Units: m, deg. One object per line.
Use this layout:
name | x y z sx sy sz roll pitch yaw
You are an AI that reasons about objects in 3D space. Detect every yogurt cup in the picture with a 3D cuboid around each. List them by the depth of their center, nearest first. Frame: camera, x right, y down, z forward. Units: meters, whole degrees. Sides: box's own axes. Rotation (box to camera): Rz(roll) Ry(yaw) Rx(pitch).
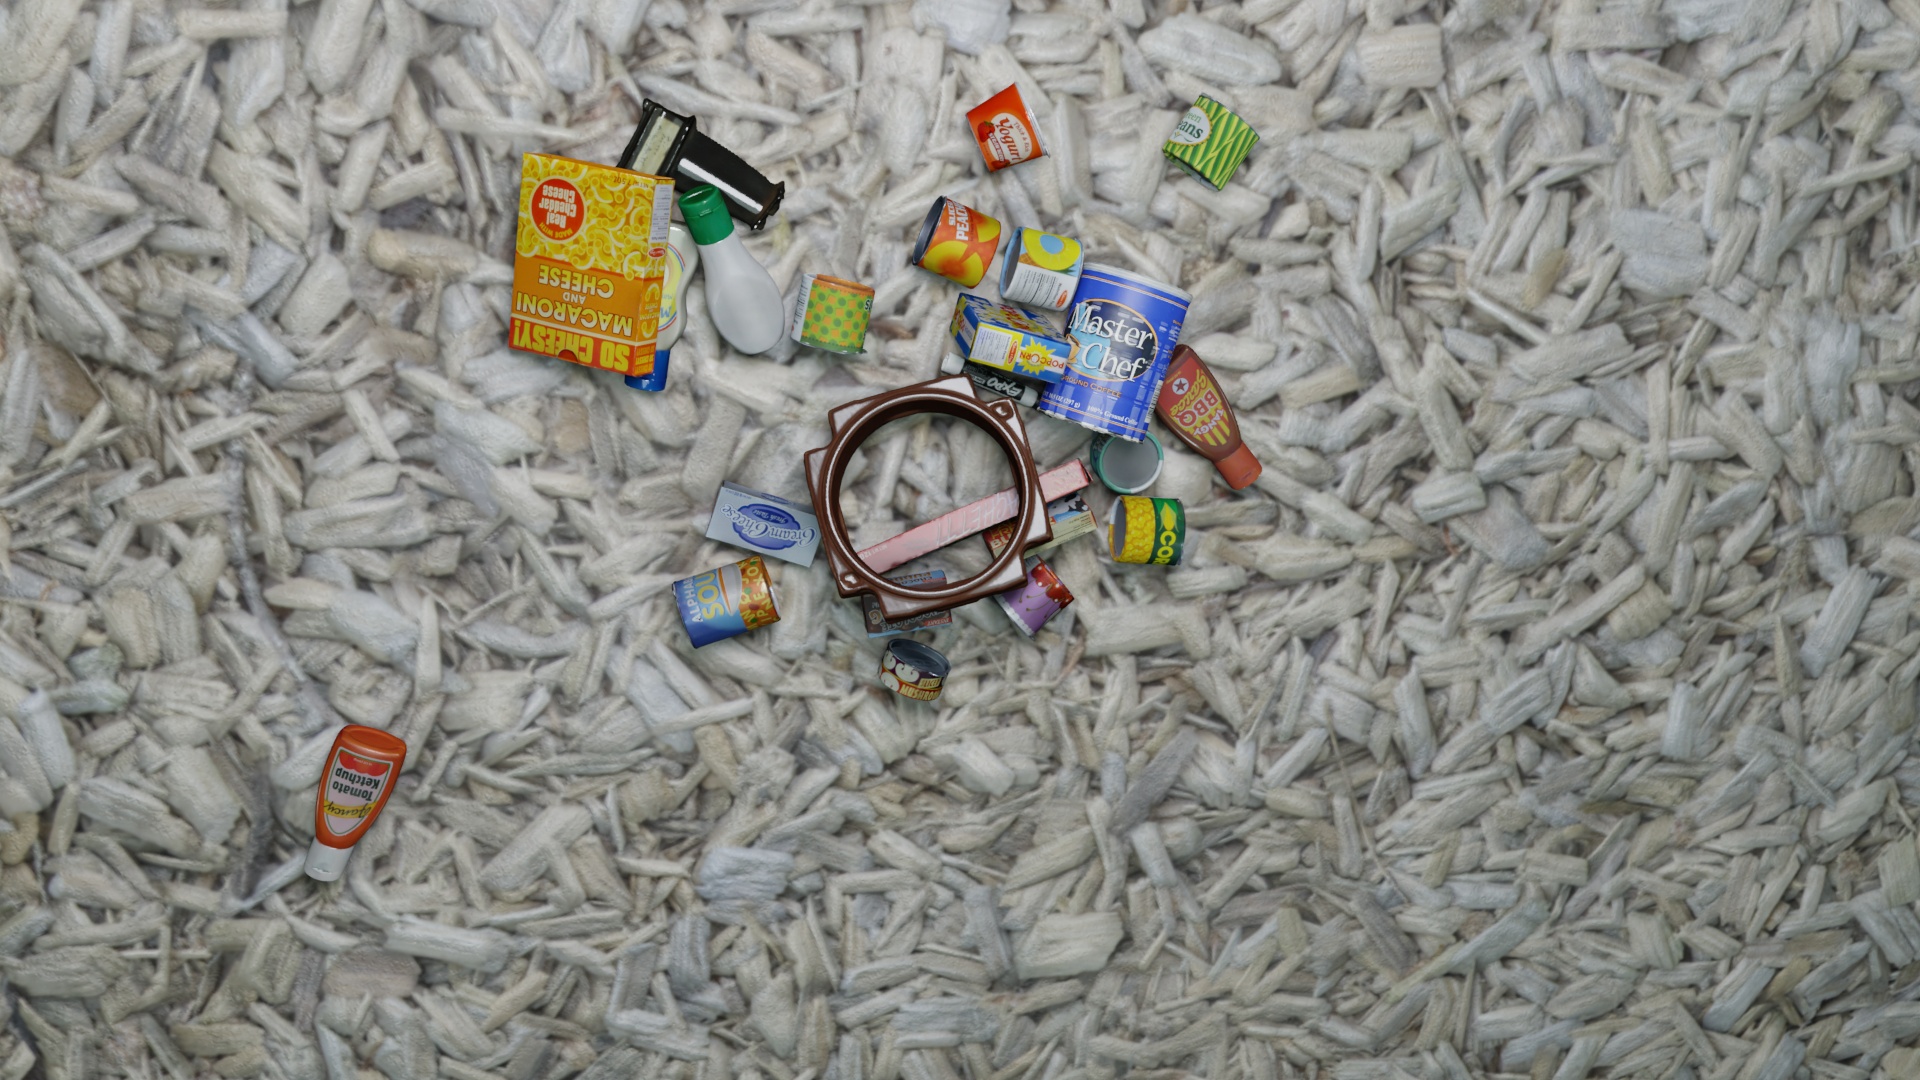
yogurt cup | 0.039 -0.356 1.205 0.054 0.072 0.072 -23 110 7

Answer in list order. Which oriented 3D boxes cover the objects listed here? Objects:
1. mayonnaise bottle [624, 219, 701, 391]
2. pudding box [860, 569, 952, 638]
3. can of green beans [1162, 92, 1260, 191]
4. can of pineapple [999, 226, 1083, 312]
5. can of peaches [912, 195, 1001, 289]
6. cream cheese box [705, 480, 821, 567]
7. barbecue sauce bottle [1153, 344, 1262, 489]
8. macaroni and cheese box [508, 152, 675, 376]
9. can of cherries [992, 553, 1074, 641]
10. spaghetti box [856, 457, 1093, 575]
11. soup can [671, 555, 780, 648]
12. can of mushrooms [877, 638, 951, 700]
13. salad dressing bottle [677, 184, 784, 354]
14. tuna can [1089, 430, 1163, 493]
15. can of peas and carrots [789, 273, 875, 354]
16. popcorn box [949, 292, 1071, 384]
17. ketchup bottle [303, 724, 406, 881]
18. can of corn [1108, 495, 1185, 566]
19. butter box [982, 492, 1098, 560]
mayonnaise bottle | -0.266 -0.206 1.212 0.065 0.041 0.147 9 105 -8
pudding box | -0.053 0.061 1.340 0.084 0.030 0.049 -9 110 -7
can of green beans | 0.222 -0.353 1.235 0.071 0.071 0.057 33 100 -18
can of pineapple | 0.072 -0.244 1.246 0.058 0.071 0.070 12 105 -13
can of peaches | -0.002 -0.264 1.224 0.058 0.071 0.071 21 103 -16
cream cheese box | -0.181 -0.015 1.297 0.104 0.024 0.053 17 105 -14
barbecue sauce bottle | 0.233 -0.113 1.325 0.065 0.044 0.148 -40 110 4
macaroni and cheese box | -0.314 -0.232 1.172 0.124 0.040 0.166 14 106 13
can of cherries | 0.069 0.052 1.338 0.058 0.071 0.071 -41 109 4
spaghetti box | 0.005 -0.016 1.312 0.250 0.050 0.028 -23 88 -2
soup can | -0.217 0.055 1.289 0.084 0.071 0.071 -18 110 -4
can of mushrooms | -0.044 0.126 1.340 0.071 0.071 0.033 19 106 -15
salad dressing bottle | -0.197 -0.232 1.191 0.064 0.044 0.147 -23 129 -5
tuna can | 0.158 -0.081 1.328 0.071 0.033 0.070 -3 108 -9
can of peas and carrots | -0.110 -0.200 1.228 0.071 0.071 0.058 10 105 -13
popcorn box | 0.042 -0.180 1.228 0.085 0.127 0.038 13 108 -13
ketchup bottle | -0.575 0.248 1.304 0.065 0.043 0.148 22 103 -16
can of corn | 0.179 -0.008 1.335 0.058 0.071 0.071 3 107 -9
butter box | 0.075 -0.010 1.326 0.103 0.053 0.024 -23 113 -1
